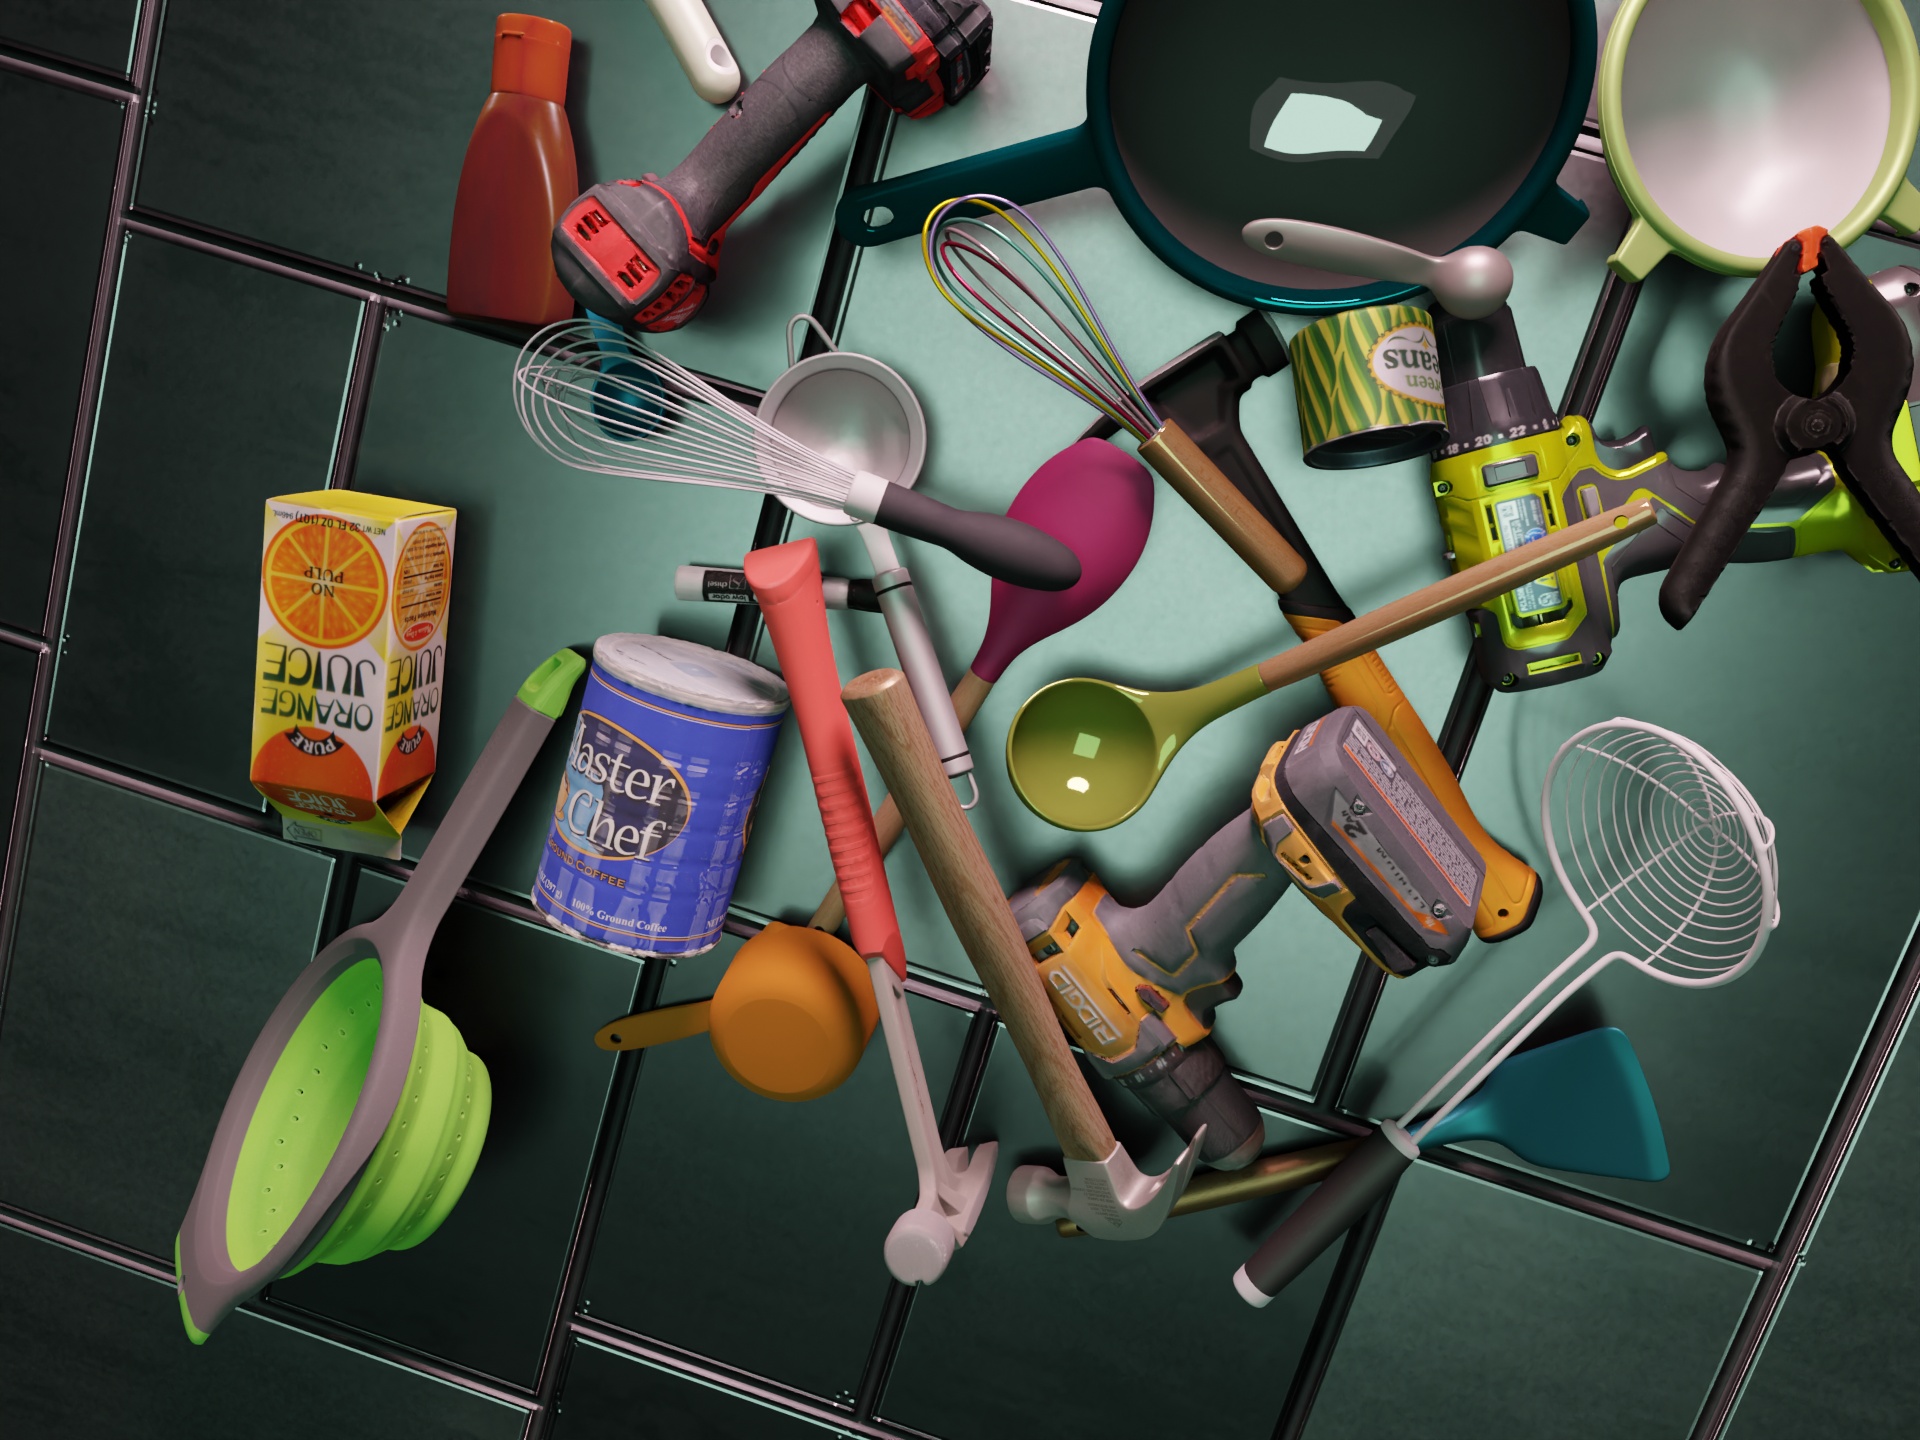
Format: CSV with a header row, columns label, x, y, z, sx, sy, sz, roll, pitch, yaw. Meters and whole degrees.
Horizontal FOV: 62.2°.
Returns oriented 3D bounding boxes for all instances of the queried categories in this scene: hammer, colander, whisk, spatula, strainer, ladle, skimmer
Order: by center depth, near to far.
label,x,y,z,sx,sy,sz,roll,pitch,yaw
strainer,0.329,-0.321,0.703,0.151,0.069,0.256,-12,96,-8
strainer,0.105,-0.286,0.728,0.340,0.095,0.210,-8,131,21
whisk,0.072,-0.147,0.744,0.245,0.047,0.051,44,134,-11
ladle,0.164,-0.030,0.747,0.320,0.062,0.078,-25,84,23
whisk,-0.075,-0.119,0.756,0.284,0.070,0.070,19,103,-4
skimmer,0.239,0.159,0.764,0.363,0.090,0.127,-52,49,18
whisk,-0.177,-0.415,0.775,0.059,0.058,0.246,-21,102,46
hammer,0.025,0.124,0.792,0.130,0.031,0.331,-9,113,40
hammer,0.184,-0.030,0.798,0.127,0.034,0.337,-32,95,11
strainer,-0.039,-0.077,0.802,0.087,0.050,0.258,-19,89,1
hammer,-0.045,0.087,0.803,0.037,0.149,0.359,-12,95,12
spatula,0.200,0.235,0.841,0.317,0.044,0.082,-18,93,12
colander,-0.281,0.150,0.866,0.094,0.205,0.397,31,87,-33

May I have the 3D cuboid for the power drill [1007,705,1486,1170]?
label,x,y,z,sx,sy,sz,roll,pitch,yaw
power drill,0.147,0.118,0.788,0.226,0.084,0.185,-36,94,32

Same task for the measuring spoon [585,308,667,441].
label,x,y,z,sx,sy,sz,roll,pitch,yaw
measuring spoon,-0.180,-0.207,0.828,0.042,0.021,0.128,-14,89,16

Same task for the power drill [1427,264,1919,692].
label,x,y,z,sx,sy,sz,roll,pitch,yaw
power drill,0.334,-0.129,0.738,0.228,0.080,0.190,-13,94,12

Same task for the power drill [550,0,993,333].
label,x,y,z,sx,sy,sz,roll,pitch,yaw
power drill,-0.090,-0.268,0.745,0.219,0.143,0.078,-42,97,7

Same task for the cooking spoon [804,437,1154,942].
label,x,y,z,sx,sy,sz,roll,pitch,yaw
cooking spoon,-0.001,-0.003,0.820,0.069,0.017,0.318,33,110,3

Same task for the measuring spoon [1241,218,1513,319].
label,x,y,z,sx,sy,sz,roll,pitch,yaw
measuring spoon,0.186,-0.203,0.712,0.124,0.018,0.034,13,135,0

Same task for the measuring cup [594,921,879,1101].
label,x,y,z,sx,sy,sz,roll,pitch,yaw
measuring cup,-0.130,0.171,0.865,0.173,0.052,0.095,-14,109,15
